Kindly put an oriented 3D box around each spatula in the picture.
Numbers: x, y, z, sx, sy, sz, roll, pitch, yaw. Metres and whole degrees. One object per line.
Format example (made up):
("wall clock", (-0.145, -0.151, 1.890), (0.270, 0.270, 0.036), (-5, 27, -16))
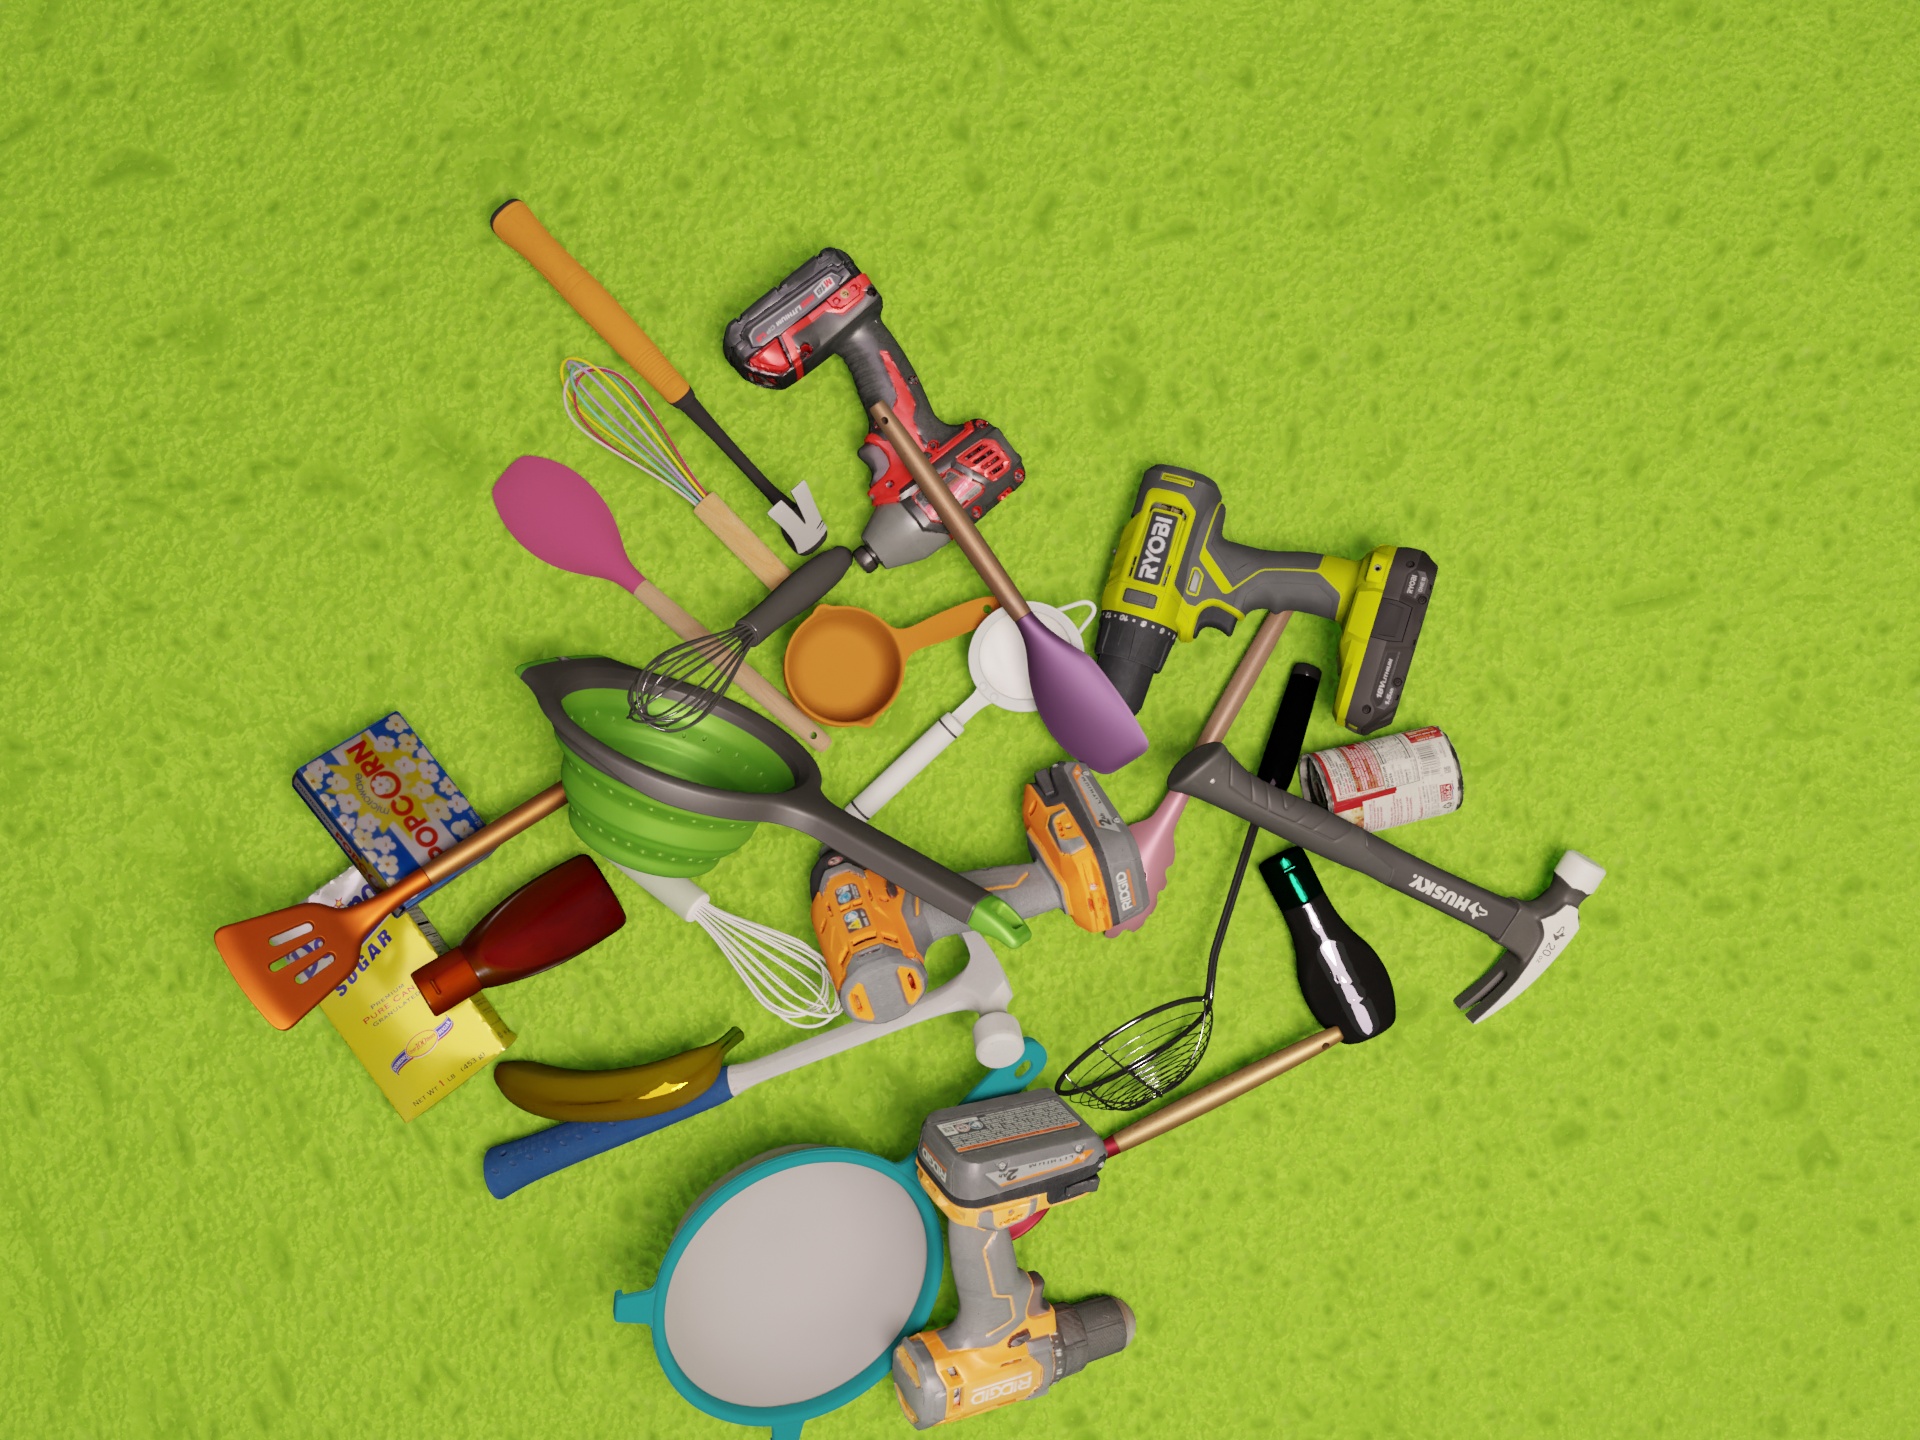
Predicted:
("spatula", (0.028, -0.095, 1.143), (0.060, 0.018, 0.316), (-33, 96, 18))
("spatula", (-0.351, 0.095, 1.112), (0.322, 0.041, 0.081), (-34, 88, -26))

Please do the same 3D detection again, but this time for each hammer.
("hammer", (-0.155, 0.253, 1.150), (0.405, 0.144, 0.035), (-22, 127, 6))
("hammer", (-0.223, -0.256, 1.153), (0.034, 0.127, 0.337), (-43, 85, -3))
("hammer", (0.294, 0.103, 1.141), (0.334, 0.035, 0.146), (25, 104, -16))

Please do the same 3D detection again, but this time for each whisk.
("whisk", (-0.208, -0.178, 1.185), (0.245, 0.051, 0.047), (46, 113, -5))
("whisk", (-0.149, -0.064, 1.121), (0.055, 0.055, 0.239), (45, 50, 0))
("whisk", (-0.184, 0.140, 1.152), (0.246, 0.059, 0.057), (35, 112, 15))

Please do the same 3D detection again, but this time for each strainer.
("strainer", (-0.002, -0.004, 1.184), (0.258, 0.050, 0.086), (-43, 109, 3))
("strainer", (-0.079, 0.339, 1.143), (0.340, 0.095, 0.210), (-43, 117, -9))

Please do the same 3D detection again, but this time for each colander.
("colander", (-0.138, 0.082, 1.084), (0.397, 0.204, 0.094), (28, 106, 17))

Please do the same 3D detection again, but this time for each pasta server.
("pasta server", (0.182, 0.022, 1.198), (0.060, 0.040, 0.316), (30, 84, -1))

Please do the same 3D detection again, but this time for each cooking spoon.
("cooking spoon", (-0.220, -0.083, 1.189), (0.319, 0.017, 0.069), (40, 89, 0))

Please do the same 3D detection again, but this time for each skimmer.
("skimmer", (0.172, 0.117, 1.171), (0.090, 0.127, 0.363), (16, 76, 23))

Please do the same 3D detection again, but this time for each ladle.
("ladle", (0.138, 0.300, 1.171), (0.315, 0.031, 0.069), (-27, 116, 3))

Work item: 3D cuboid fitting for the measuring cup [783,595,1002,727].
("measuring cup", (-0.050, -0.054, 1.181), (0.173, 0.052, 0.095), (-23, 90, -13))

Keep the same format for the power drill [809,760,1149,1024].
("power drill", (0.002, 0.112, 1.138), (0.226, 0.164, 0.084), (-21, 127, -7))

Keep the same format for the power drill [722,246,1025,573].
("power drill", (-0.070, -0.221, 1.171), (0.143, 0.078, 0.219), (-39, 93, -2))

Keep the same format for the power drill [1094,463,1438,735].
("power drill", (0.212, -0.068, 1.156), (0.228, 0.080, 0.190), (17, 87, 15))

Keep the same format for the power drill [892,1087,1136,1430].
("power drill", (0.049, 0.378, 1.118), (0.185, 0.084, 0.226), (-5, 109, -27))
